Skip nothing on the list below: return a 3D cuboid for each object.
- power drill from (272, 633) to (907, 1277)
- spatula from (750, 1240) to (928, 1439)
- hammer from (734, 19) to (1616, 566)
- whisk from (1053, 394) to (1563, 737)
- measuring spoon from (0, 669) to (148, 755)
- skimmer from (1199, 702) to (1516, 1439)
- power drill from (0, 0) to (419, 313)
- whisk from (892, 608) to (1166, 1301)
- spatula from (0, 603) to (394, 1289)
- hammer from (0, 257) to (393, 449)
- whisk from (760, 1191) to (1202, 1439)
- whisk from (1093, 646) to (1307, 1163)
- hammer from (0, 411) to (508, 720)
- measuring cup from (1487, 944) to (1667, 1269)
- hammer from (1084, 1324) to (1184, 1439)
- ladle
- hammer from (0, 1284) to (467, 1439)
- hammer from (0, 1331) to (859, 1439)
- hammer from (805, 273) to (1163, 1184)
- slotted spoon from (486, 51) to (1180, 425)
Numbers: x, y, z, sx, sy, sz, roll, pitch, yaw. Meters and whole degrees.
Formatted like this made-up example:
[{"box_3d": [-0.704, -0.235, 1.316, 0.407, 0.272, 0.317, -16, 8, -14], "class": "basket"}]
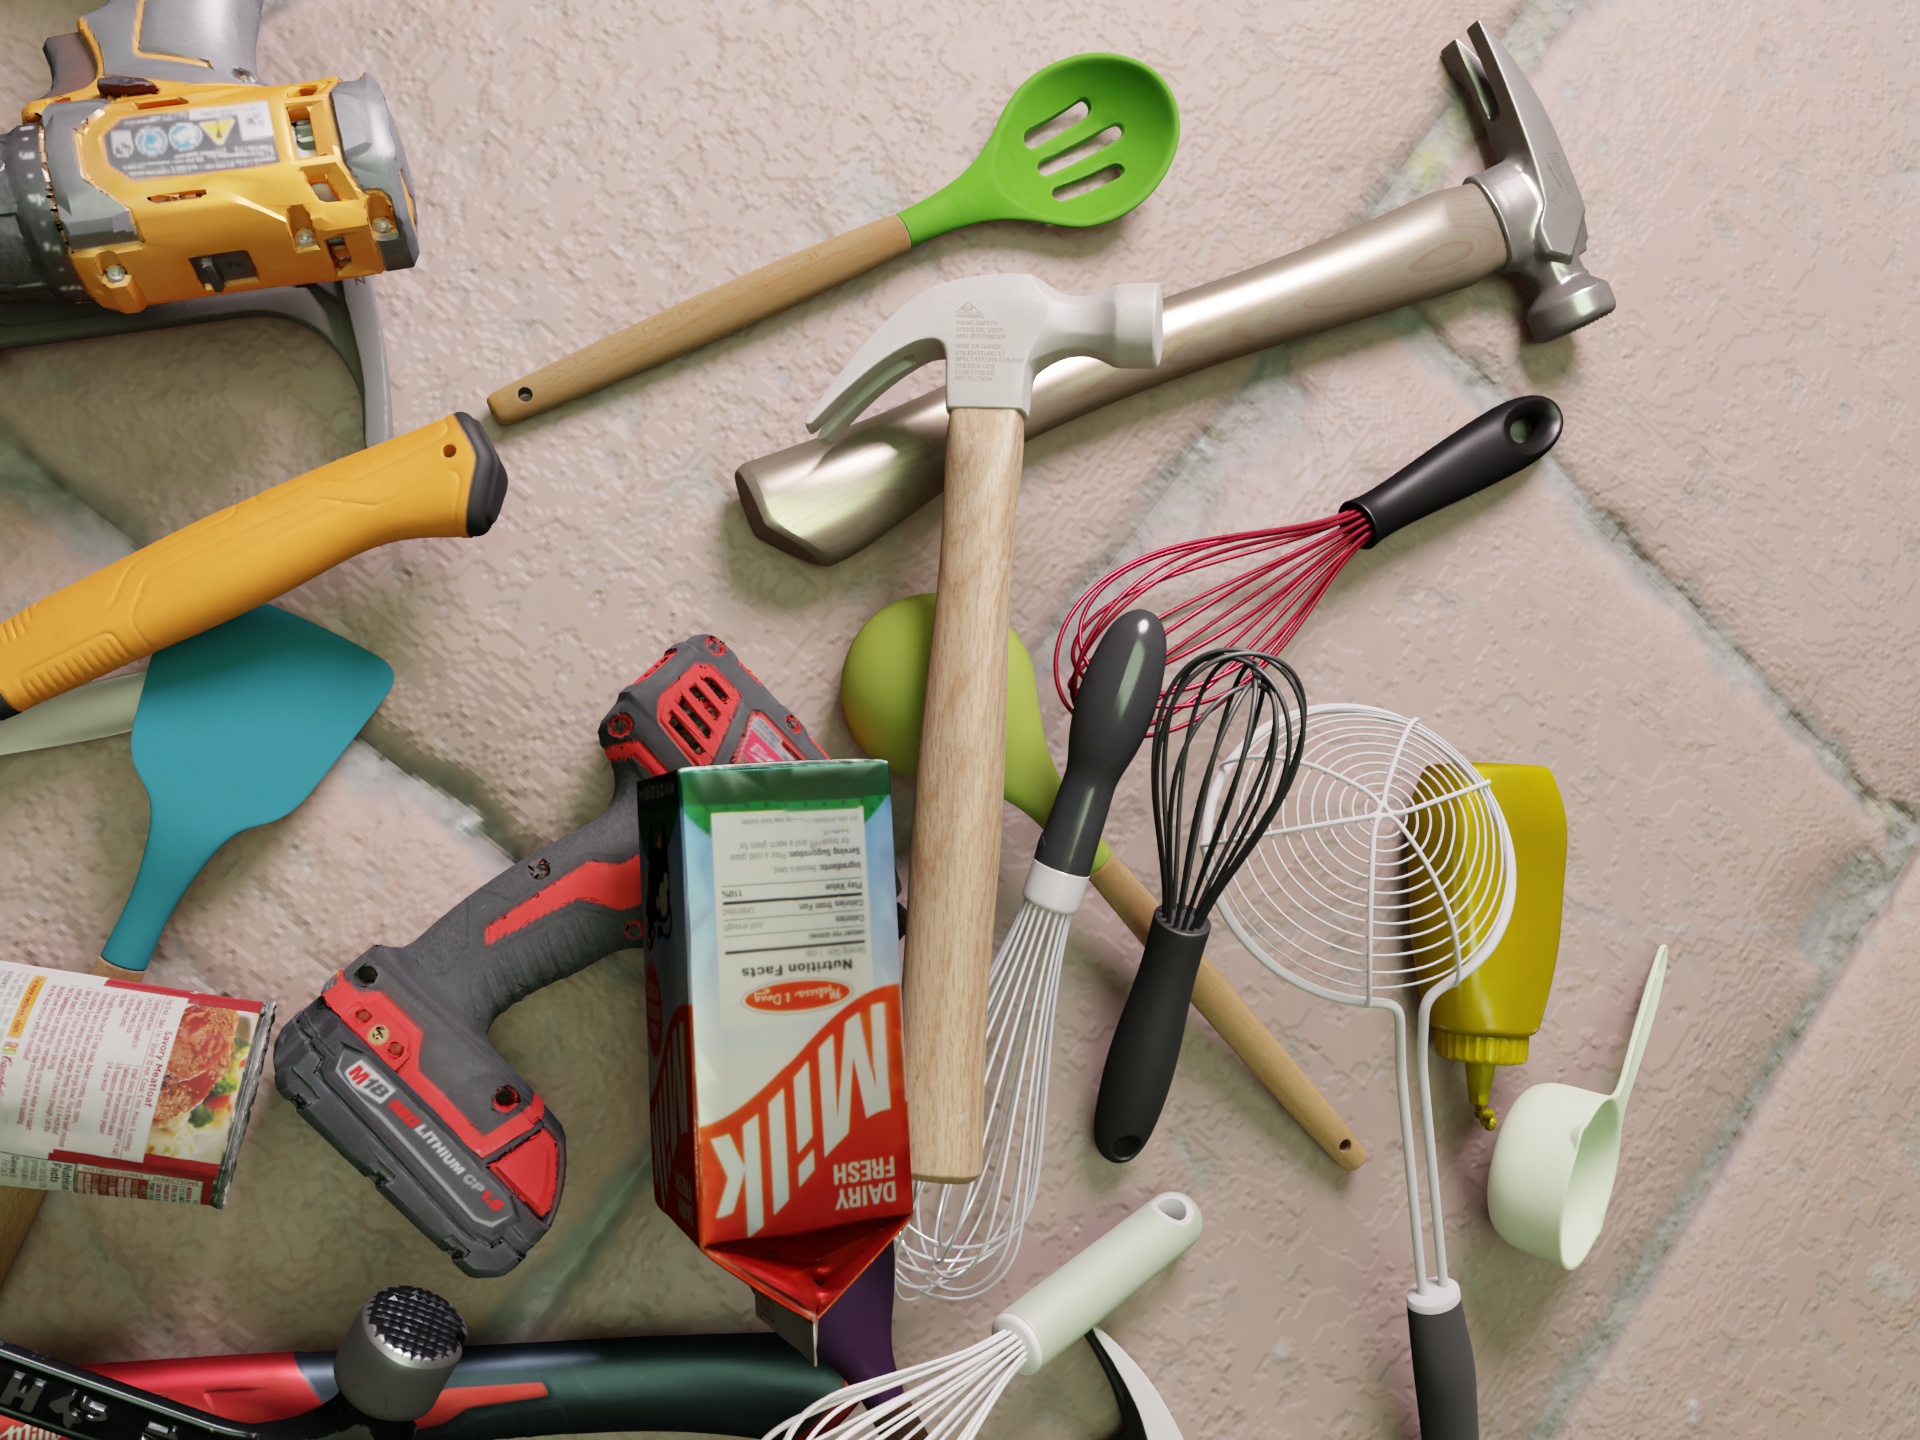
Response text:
[{"box_3d": [-0.126, 0.087, 0.590, 0.220, 0.078, 0.143, -45, 99, -16], "class": "power drill"}, {"box_3d": [-0.015, 0.274, 0.593, 0.060, 0.018, 0.316, -26, 99, -16], "class": "spatula"}, {"box_3d": [0.093, -0.175, 0.685, 0.410, 0.038, 0.146, -24, 92, -15], "class": "hammer"}, {"box_3d": [0.158, -0.076, 0.689, 0.296, 0.073, 0.073, -30, 95, -22], "class": "whisk"}, {"box_3d": [-0.328, 0.002, 0.571, 0.124, 0.018, 0.034, -16, 93, -23], "class": "measuring spoon"}, {"box_3d": [0.183, 0.175, 0.675, 0.127, 0.090, 0.363, -12, 106, -8], "class": "skimmer"}, {"box_3d": [-0.296, -0.240, 0.532, 0.185, 0.084, 0.226, -13, 77, -14], "class": "power drill"}, {"box_3d": [0.026, 0.093, 0.609, 0.070, 0.070, 0.284, 16, 97, -14], "class": "whisk"}, {"box_3d": [-0.305, 0.107, 0.563, 0.082, 0.044, 0.317, 26, 86, -22], "class": "spatula"}, {"box_3d": [-0.388, -0.123, 0.547, 0.359, 0.037, 0.149, -13, 90, -16], "class": "hammer"}, {"box_3d": [0.016, 0.236, 0.588, 0.246, 0.058, 0.059, -18, 129, -46], "class": "whisk"}, {"box_3d": [0.083, 0.079, 0.617, 0.055, 0.055, 0.238, 3, 117, -16], "class": "whisk"}, {"box_3d": [-0.317, -0.028, 0.537, 0.337, 0.034, 0.127, -27, 82, -12], "class": "hammer"}, {"box_3d": [0.280, 0.164, 0.718, 0.168, 0.038, 0.083, -55, 137, -30], "class": "measuring cup"}, {"box_3d": [-0.061, 0.341, 0.614, 0.334, 0.035, 0.146, -13, 91, -16], "class": "hammer"}, {"box_3d": [0.069, 0.076, 0.668, 0.078, 0.062, 0.320, -43, 105, -9], "class": "ladle"}, {"box_3d": [-0.364, 0.164, 0.461, 0.408, 0.036, 0.149, 28, 102, -14], "class": "hammer"}, {"box_3d": [-0.223, 0.225, 0.559, 0.386, 0.038, 0.143, 4, 94, -18], "class": "hammer"}, {"box_3d": [-0.001, -0.002, 0.583, 0.130, 0.031, 0.331, 3, 83, 12], "class": "hammer"}, {"box_3d": [-0.047, -0.192, 0.651, 0.314, 0.031, 0.070, -28, 95, -13], "class": "slotted spoon"}]
